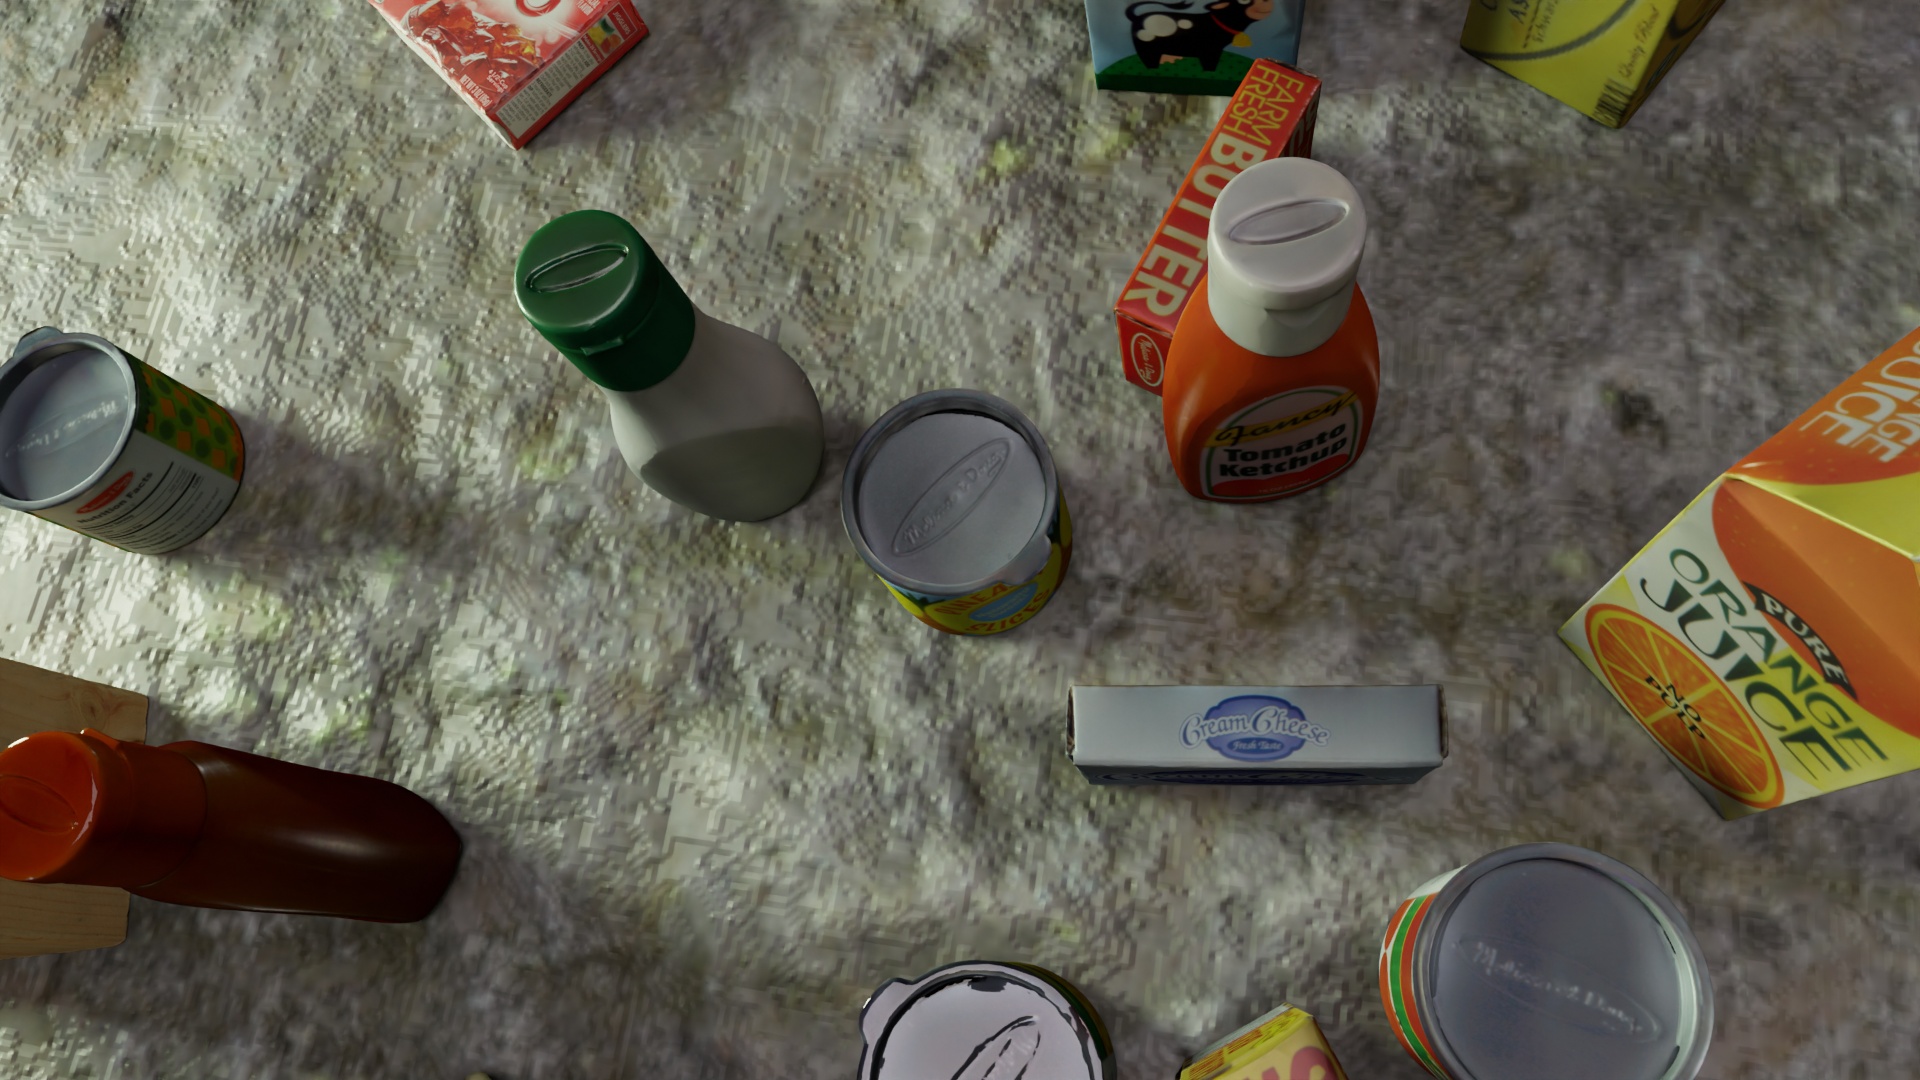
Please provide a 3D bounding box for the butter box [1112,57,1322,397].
[{"bbox_3d":[0.085,-0.102,0.459,0.024,0.053,0.103,27,79,17],"label":"butter box"}]

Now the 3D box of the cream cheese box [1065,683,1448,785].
[{"bbox_3d":[0.085,0.058,0.408,0.104,0.053,0.024,-1,73,10],"label":"cream cheese box"}]

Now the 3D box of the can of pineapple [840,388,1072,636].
[{"bbox_3d":[0.002,-0.006,0.441,0.071,0.057,0.071,-3,72,9],"label":"can of pineapple"}]

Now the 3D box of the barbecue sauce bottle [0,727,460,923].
[{"bbox_3d":[-0.209,0.084,0.402,0.065,0.148,0.044,20,78,15],"label":"barbecue sauce bottle"}]

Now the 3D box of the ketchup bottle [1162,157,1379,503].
[{"bbox_3d":[0.088,-0.054,0.393,0.065,0.148,0.043,-13,71,6],"label":"ketchup bottle"}]

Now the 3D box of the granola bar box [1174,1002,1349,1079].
[{"bbox_3d":[0.106,0.195,0.324,0.039,0.124,0.166,-29,70,1],"label":"granola bar box"}]

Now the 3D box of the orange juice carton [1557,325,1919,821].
[{"bbox_3d":[0.214,0.008,0.327,0.072,0.192,0.073,-36,70,-2],"label":"orange juice carton"}]

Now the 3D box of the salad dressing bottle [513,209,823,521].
[{"bbox_3d":[-0.084,-0.048,0.422,0.064,0.147,0.044,-17,71,5],"label":"salad dressing bottle"}]

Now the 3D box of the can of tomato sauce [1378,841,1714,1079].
[{"bbox_3d":[0.147,0.118,0.363,0.071,0.083,0.071,-3,73,9],"label":"can of tomato sauce"}]

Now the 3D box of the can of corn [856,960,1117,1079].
[{"bbox_3d":[0.008,0.151,0.390,0.071,0.058,0.071,-3,72,9],"label":"can of corn"}]

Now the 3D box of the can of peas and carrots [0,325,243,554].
[{"bbox_3d":[-0.309,-0.036,0.505,0.071,0.058,0.071,-3,72,9],"label":"can of peas and carrots"}]

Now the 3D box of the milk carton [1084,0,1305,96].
[{"bbox_3d":[0.074,-0.220,0.426,0.073,0.190,0.072,7,75,12],"label":"milk carton"}]
